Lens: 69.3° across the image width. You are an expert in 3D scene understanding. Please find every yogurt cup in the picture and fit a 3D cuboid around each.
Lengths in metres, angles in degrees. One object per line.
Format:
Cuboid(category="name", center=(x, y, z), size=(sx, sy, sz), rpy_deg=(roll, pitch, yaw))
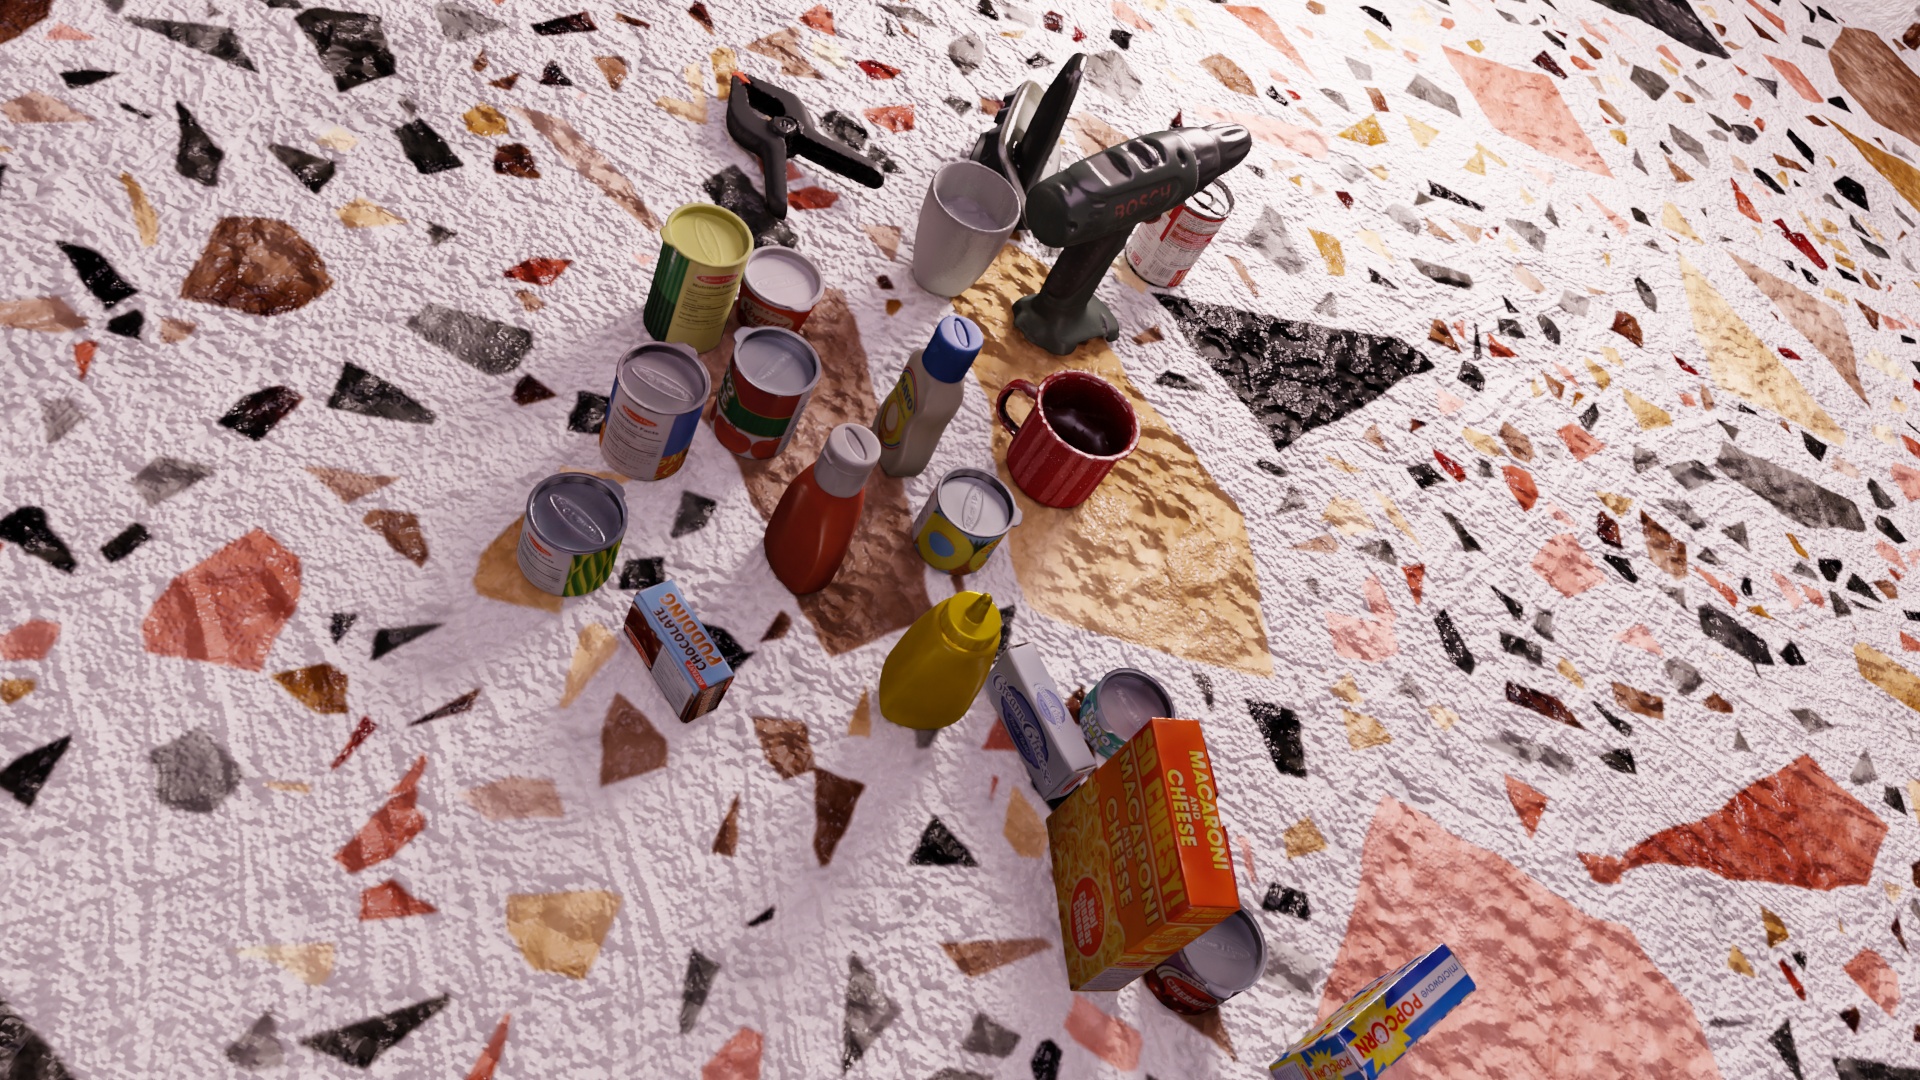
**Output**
Cuboid(category="yogurt cup", center=(-0.151, -0.199, 1.135), size=(0.072, 0.053, 0.073), rpy_deg=(13, 53, -17))

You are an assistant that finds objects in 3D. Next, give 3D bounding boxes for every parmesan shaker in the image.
Cuboid(category="parmesan shaker", center=(-0.208, -0.202, 1.078), size=(0.071, 0.102, 0.071), rpy_deg=(13, 53, -17))

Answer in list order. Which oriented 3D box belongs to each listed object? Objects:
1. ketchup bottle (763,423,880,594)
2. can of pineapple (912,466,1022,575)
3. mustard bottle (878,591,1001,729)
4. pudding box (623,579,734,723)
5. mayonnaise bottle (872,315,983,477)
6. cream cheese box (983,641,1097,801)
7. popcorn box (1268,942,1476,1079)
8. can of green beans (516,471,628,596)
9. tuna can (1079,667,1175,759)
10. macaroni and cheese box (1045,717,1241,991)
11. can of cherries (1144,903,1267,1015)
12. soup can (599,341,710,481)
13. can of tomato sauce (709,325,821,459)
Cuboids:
Cuboid(category="ketchup bottle", center=(-0.096, -0.024, 0.974), size=(0.044, 0.148, 0.065), rpy_deg=(-16, 65, -33))
Cuboid(category="can of pineapple", center=(0.004, -0.013, 1.073), size=(0.071, 0.057, 0.071), rpy_deg=(13, 53, -17))
Cuboid(category="mustard bottle", center=(-0.007, 0.075, 0.938), size=(0.065, 0.159, 0.049), rpy_deg=(13, 53, -17))
Cuboid(category="pudding box", center=(-0.189, 0.073, 0.926), size=(0.030, 0.049, 0.084), rpy_deg=(-24, 70, -36))
Cuboid(category="mayonnaise bottle", center=(-0.026, -0.113, 1.070), size=(0.041, 0.147, 0.065), rpy_deg=(-1, 58, -26))
Cuboid(category="cream cheese box", center=(0.055, 0.130, 0.997), size=(0.024, 0.053, 0.104), rpy_deg=(-13, 64, -32))
Cuboid(category="popcorn box", center=(0.279, 0.330, 0.940), size=(0.127, 0.084, 0.038), rpy_deg=(-22, 69, -35))
Cuboid(category="can of green beans", center=(-0.263, -0.004, 0.940), size=(0.071, 0.057, 0.071), rpy_deg=(13, 53, -17))
Cuboid(category="tuna can", center=(0.123, 0.132, 1.041), size=(0.071, 0.032, 0.071), rpy_deg=(13, 53, -17))
Cuboid(category="macaroni and cheese box", center=(0.113, 0.205, 0.897), size=(0.040, 0.165, 0.124), rpy_deg=(7, 55, -21))
Cuboid(category="can of cherries", center=(0.162, 0.282, 0.937), size=(0.071, 0.058, 0.072), rpy_deg=(13, 53, -17))
Cuboid(category="soup can", center=(-0.221, -0.094, 1.008), size=(0.071, 0.083, 0.072), rpy_deg=(13, 53, -17))
Cuboid(category="can of tomato sauce", center=(-0.151, -0.112, 1.054), size=(0.071, 0.082, 0.071), rpy_deg=(13, 53, -17))
